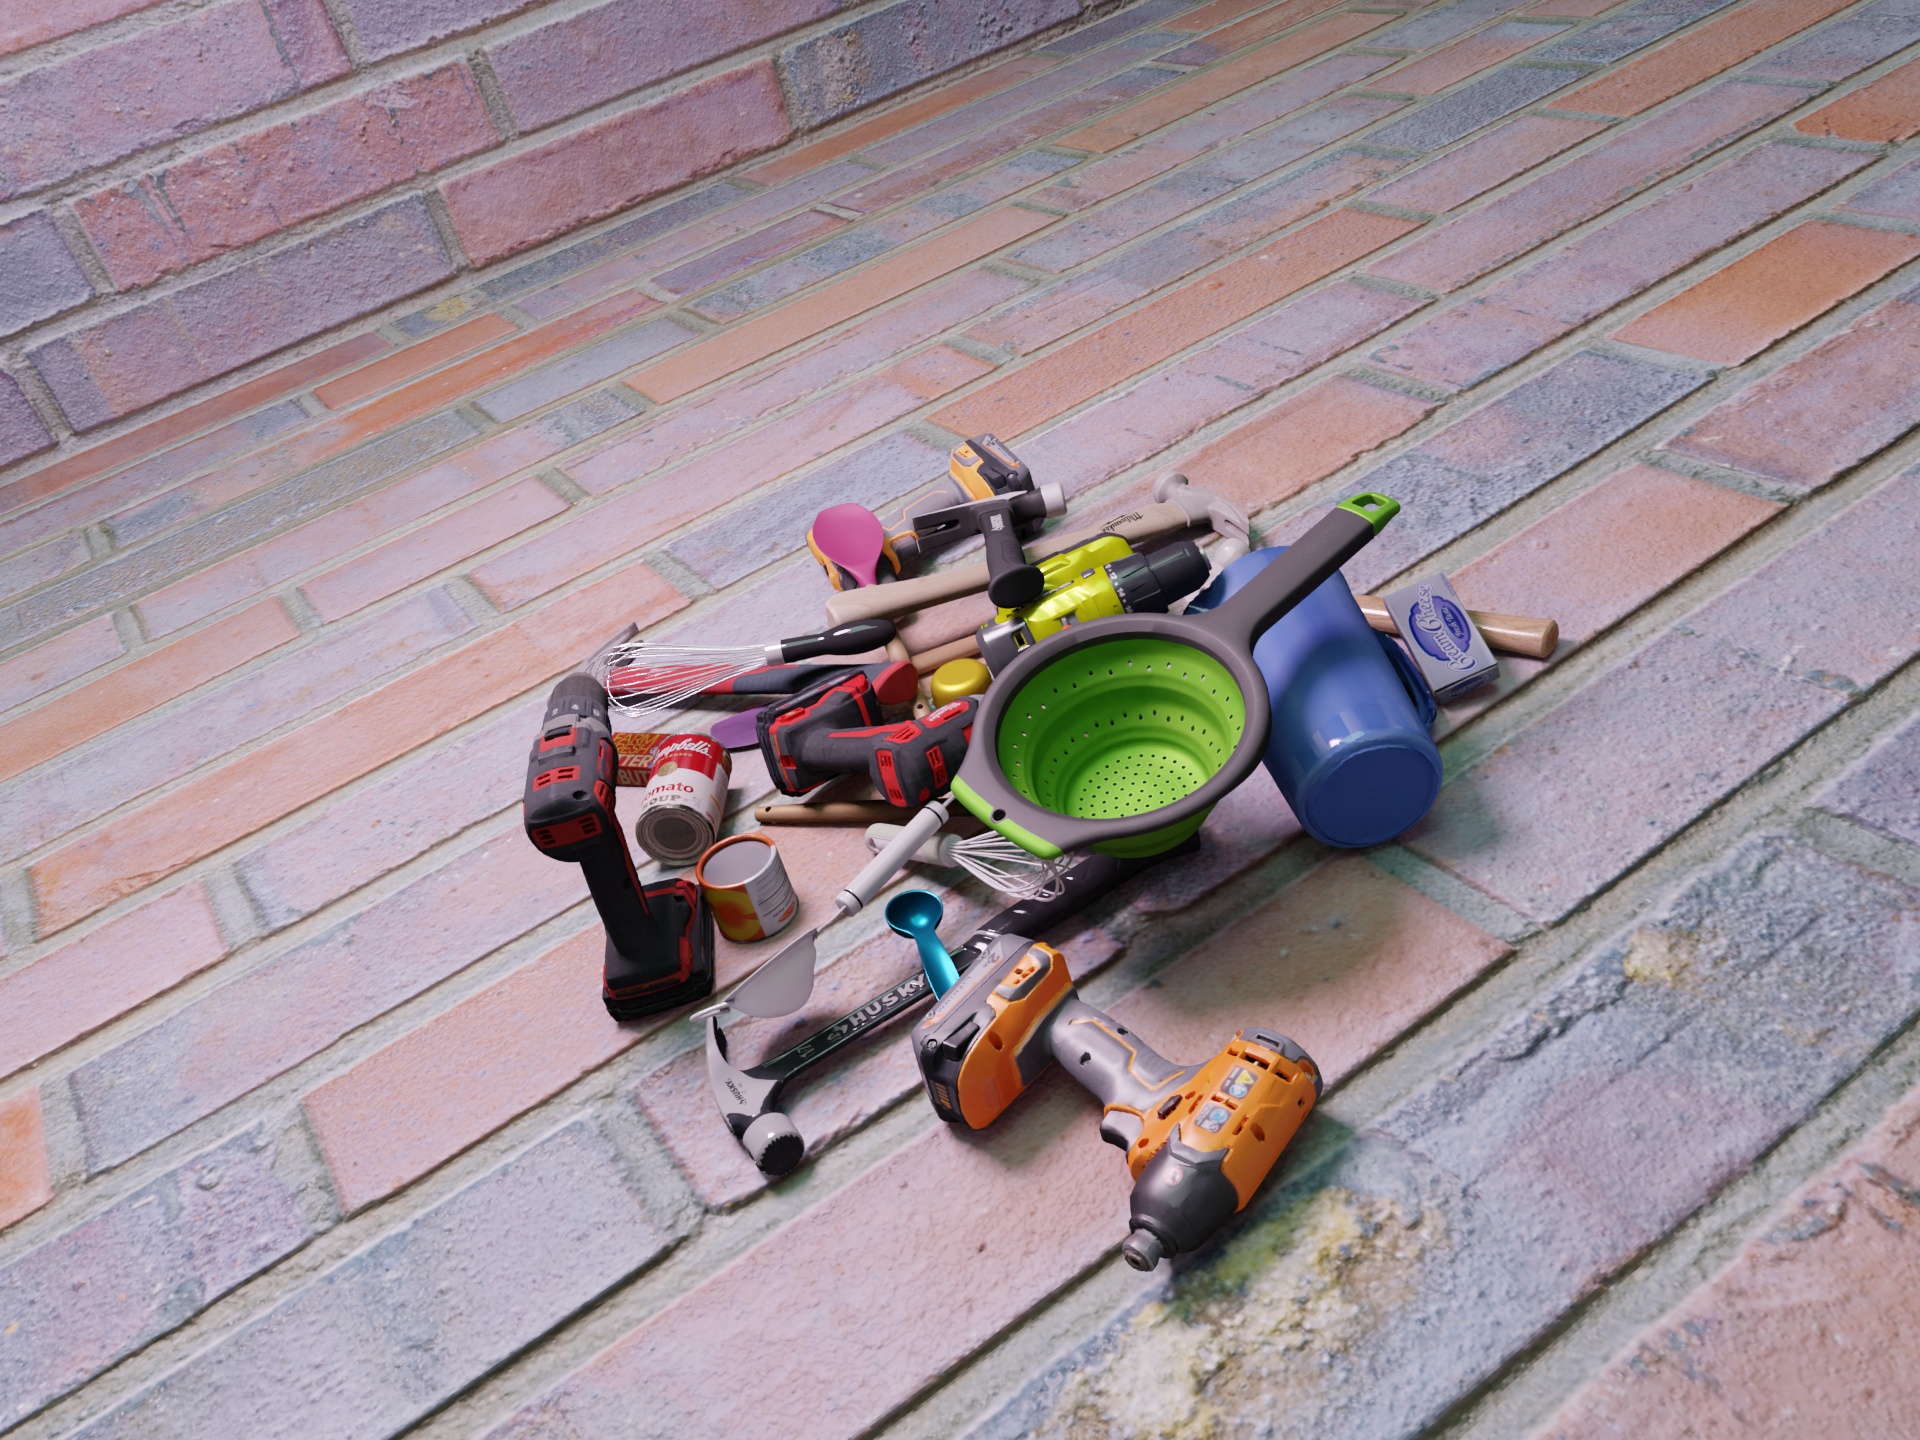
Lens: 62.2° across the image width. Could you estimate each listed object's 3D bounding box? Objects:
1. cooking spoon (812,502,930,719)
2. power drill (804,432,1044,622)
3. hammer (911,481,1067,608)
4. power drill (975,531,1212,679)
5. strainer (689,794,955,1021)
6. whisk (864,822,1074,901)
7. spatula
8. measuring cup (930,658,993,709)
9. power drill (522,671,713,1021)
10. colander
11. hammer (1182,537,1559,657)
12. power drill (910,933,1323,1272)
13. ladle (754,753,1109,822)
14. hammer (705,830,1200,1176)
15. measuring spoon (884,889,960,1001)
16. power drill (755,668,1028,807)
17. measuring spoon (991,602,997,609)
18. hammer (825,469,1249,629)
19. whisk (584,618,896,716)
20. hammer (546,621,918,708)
[{"bbox_3d":[-0.078,-0.107,1.503,0.068,0.017,0.319,-16,47,-8],"label":"cooking spoon"},{"bbox_3d":[-0.031,-0.189,1.615,0.226,0.084,0.186,-27,40,-8],"label":"power drill"},{"bbox_3d":[0.031,-0.150,1.378,0.146,0.035,0.335,-13,18,3],"label":"hammer"},{"bbox_3d":[0.109,-0.102,1.334,0.190,0.080,0.228,-26,9,6],"label":"power drill"},{"bbox_3d":[-0.083,0.136,1.123,0.050,0.086,0.258,43,63,4],"label":"strainer"},{"bbox_3d":[-0.002,0.098,1.177,0.059,0.057,0.246,-38,22,-28],"label":"whisk"},{"bbox_3d":[-0.080,-0.035,1.467,0.316,0.018,0.060,-20,34,-3],"label":"spatula"},{"bbox_3d":[-0.002,-0.004,1.378,0.062,0.029,0.157,-10,33,10],"label":"measuring cup"},{"bbox_3d":[-0.257,0.088,1.180,0.080,0.226,0.188,-16,34,1],"label":"power drill"},{"bbox_3d":[0.176,-0.022,1.129,0.397,0.094,0.205,-39,47,-19],"label":"colander"},{"bbox_3d":[0.338,-0.093,1.357,0.331,0.031,0.130,13,44,36],"label":"hammer"},{"bbox_3d":[0.082,0.230,0.966,0.227,0.084,0.164,18,47,35],"label":"power drill"},{"bbox_3d":[-0.030,0.062,1.275,0.320,0.062,0.078,-3,45,23],"label":"ladle"},{"bbox_3d":[0.005,0.166,1.131,0.409,0.036,0.149,-29,35,-18],"label":"hammer"},{"bbox_3d":[-0.019,0.167,1.099,0.042,0.021,0.129,-16,40,-11],"label":"measuring spoon"},{"bbox_3d":[-0.053,0.013,1.280,0.143,0.078,0.220,-28,20,-35],"label":"power drill"},{"bbox_3d":[0.070,-0.105,1.501,0.034,0.018,0.124,-30,37,-20],"label":"measuring spoon"},{"bbox_3d":[0.072,-0.147,1.495,0.410,0.038,0.146,-19,34,-18],"label":"hammer"},{"bbox_3d":[-0.196,-0.053,1.417,0.284,0.070,0.070,-11,34,2],"label":"whisk"},{"bbox_3d":[-0.205,-0.047,1.501,0.386,0.038,0.143,0,35,30],"label":"hammer"}]
